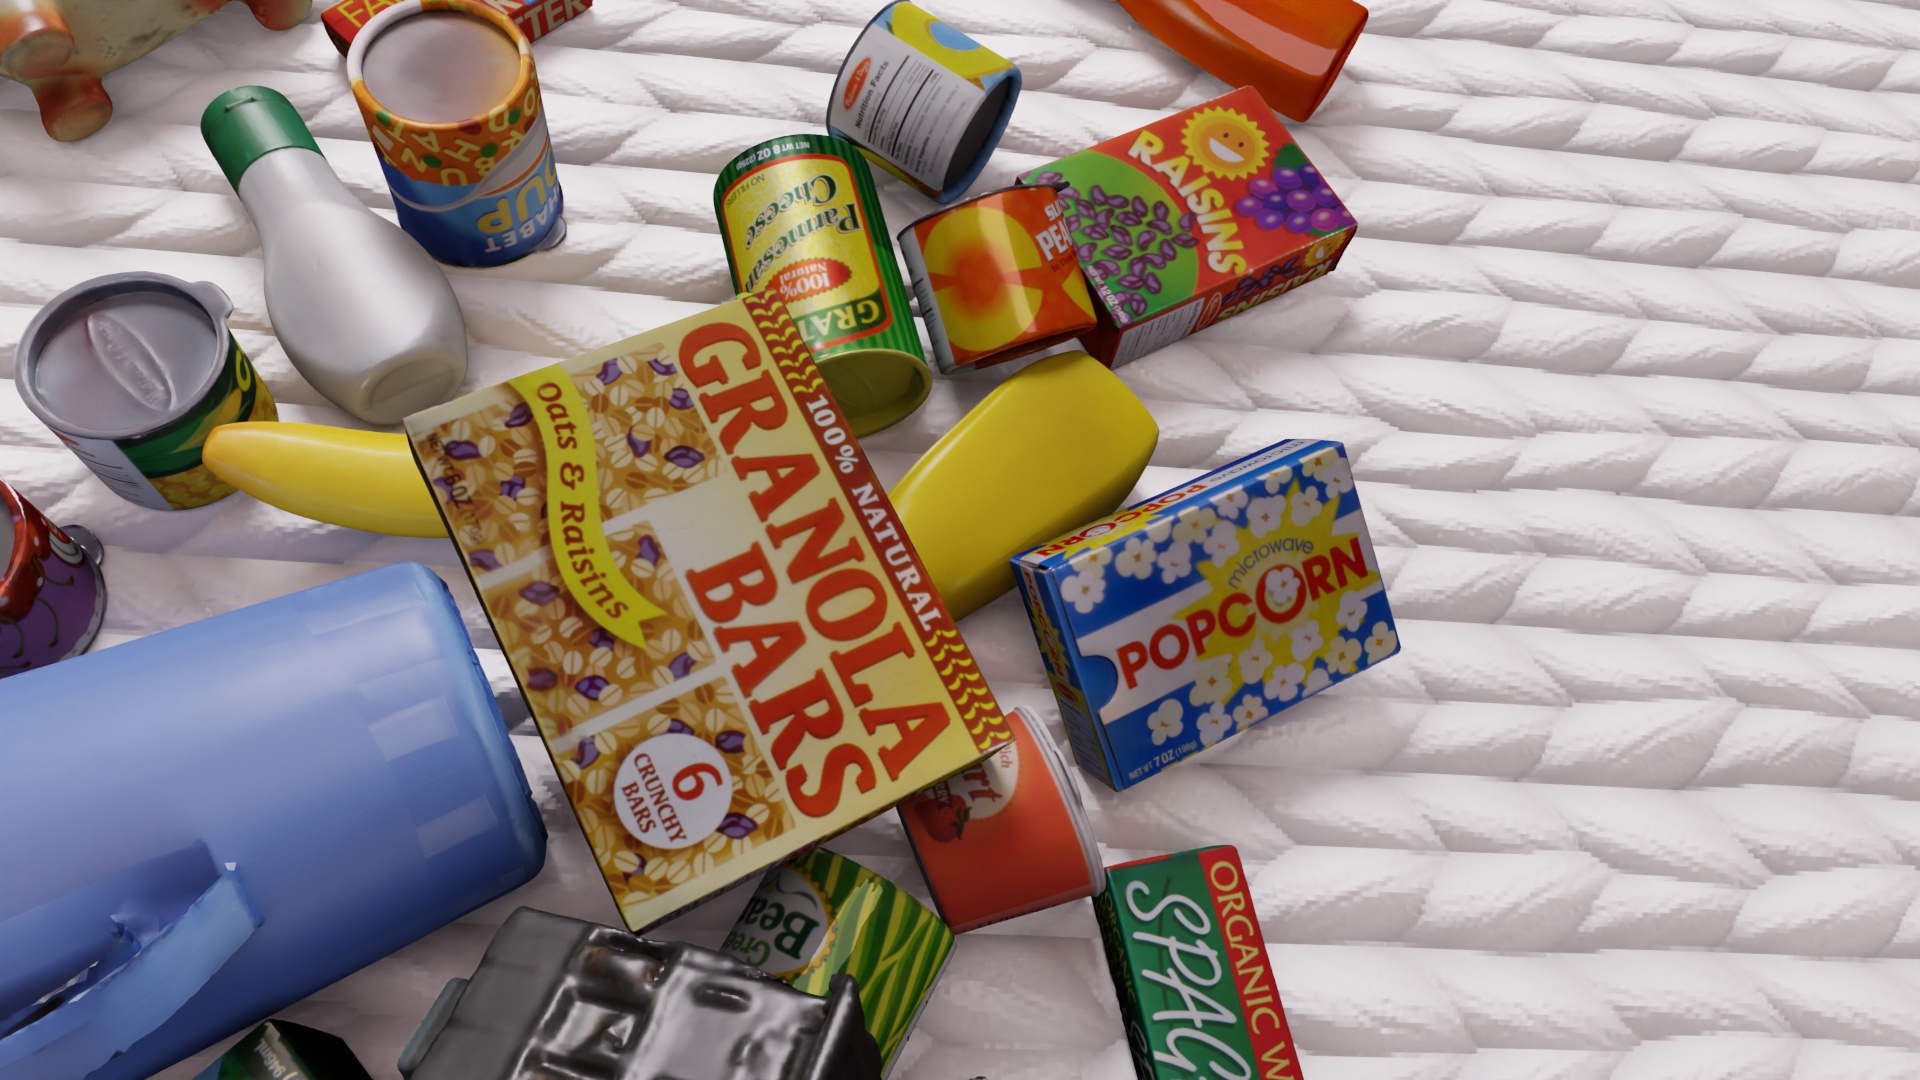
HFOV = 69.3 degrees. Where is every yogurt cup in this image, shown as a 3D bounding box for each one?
[{"bbox_3d":[0.010,0.096,0.464,0.054,0.072,0.072,-21,70,-8],"label":"yogurt cup"}]

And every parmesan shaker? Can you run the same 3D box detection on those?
[{"bbox_3d":[-0.058,-0.097,0.542,0.071,0.071,0.103,-11,67,-13],"label":"parmesan shaker"}]

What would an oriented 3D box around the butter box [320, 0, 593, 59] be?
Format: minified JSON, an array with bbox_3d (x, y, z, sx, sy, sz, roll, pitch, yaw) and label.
[{"bbox_3d":[-0.217,-0.231,0.603,0.053,0.024,0.104,41,66,12],"label":"butter box"}]

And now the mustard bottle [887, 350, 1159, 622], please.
[{"bbox_3d":[0.002,-0.006,0.518,0.161,0.048,0.065,-39,78,-21],"label":"mustard bottle"}]

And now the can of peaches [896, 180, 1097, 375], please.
[{"bbox_3d":[0.017,-0.102,0.545,0.071,0.071,0.058,-17,92,-15],"label":"can of peaches"}]

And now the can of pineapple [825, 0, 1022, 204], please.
[{"bbox_3d":[-0.014,-0.185,0.589,0.058,0.070,0.071,33,66,7],"label":"can of pineapple"}]

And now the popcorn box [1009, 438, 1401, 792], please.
[{"bbox_3d":[0.090,0.023,0.502,0.127,0.038,0.085,-23,104,-17],"label":"popcorn box"}]

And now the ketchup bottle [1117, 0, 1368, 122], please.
[{"bbox_3d":[0.112,-0.256,0.651,0.149,0.043,0.065,31,64,6],"label":"ketchup bottle"}]

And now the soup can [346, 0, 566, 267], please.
[{"bbox_3d":[-0.191,-0.156,0.539,0.071,0.083,0.071,3,65,-7],"label":"soup can"}]

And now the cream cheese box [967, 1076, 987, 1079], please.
[{"bbox_3d":[-0.025,0.215,0.425,0.104,0.024,0.053,-26,73,-18],"label":"cream cheese box"}]

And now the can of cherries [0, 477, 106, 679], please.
[{"bbox_3d":[-0.327,0.012,0.456,0.071,0.058,0.072,3,66,-6],"label":"can of cherries"}]

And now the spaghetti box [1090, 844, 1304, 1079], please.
[{"bbox_3d":[0.095,0.221,0.437,0.050,0.028,0.251,-8,67,-12],"label":"spaghetti box"}]

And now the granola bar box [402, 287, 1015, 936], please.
[{"bbox_3d":[-0.077,0.018,0.427,0.124,0.039,0.166,-24,77,-19],"label":"granola bar box"}]

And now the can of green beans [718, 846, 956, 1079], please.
[{"bbox_3d":[-0.042,0.136,0.436,0.071,0.071,0.058,29,65,5],"label":"can of green beans"}]

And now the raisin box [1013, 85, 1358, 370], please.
[{"bbox_3d":[0.094,-0.134,0.595,0.124,0.040,0.086,-26,71,-17],"label":"raisin box"}]

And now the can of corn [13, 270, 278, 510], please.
[{"bbox_3d":[-0.283,-0.053,0.493,0.071,0.058,0.071,3,65,-7],"label":"can of corn"}]

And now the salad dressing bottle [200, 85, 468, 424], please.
[{"bbox_3d":[-0.244,-0.113,0.535,0.064,0.043,0.148,-31,72,-18],"label":"salad dressing bottle"}]

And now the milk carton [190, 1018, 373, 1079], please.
[{"bbox_3d":[-0.235,0.223,0.364,0.191,0.073,0.072,-39,76,-22],"label":"milk carton"}]
